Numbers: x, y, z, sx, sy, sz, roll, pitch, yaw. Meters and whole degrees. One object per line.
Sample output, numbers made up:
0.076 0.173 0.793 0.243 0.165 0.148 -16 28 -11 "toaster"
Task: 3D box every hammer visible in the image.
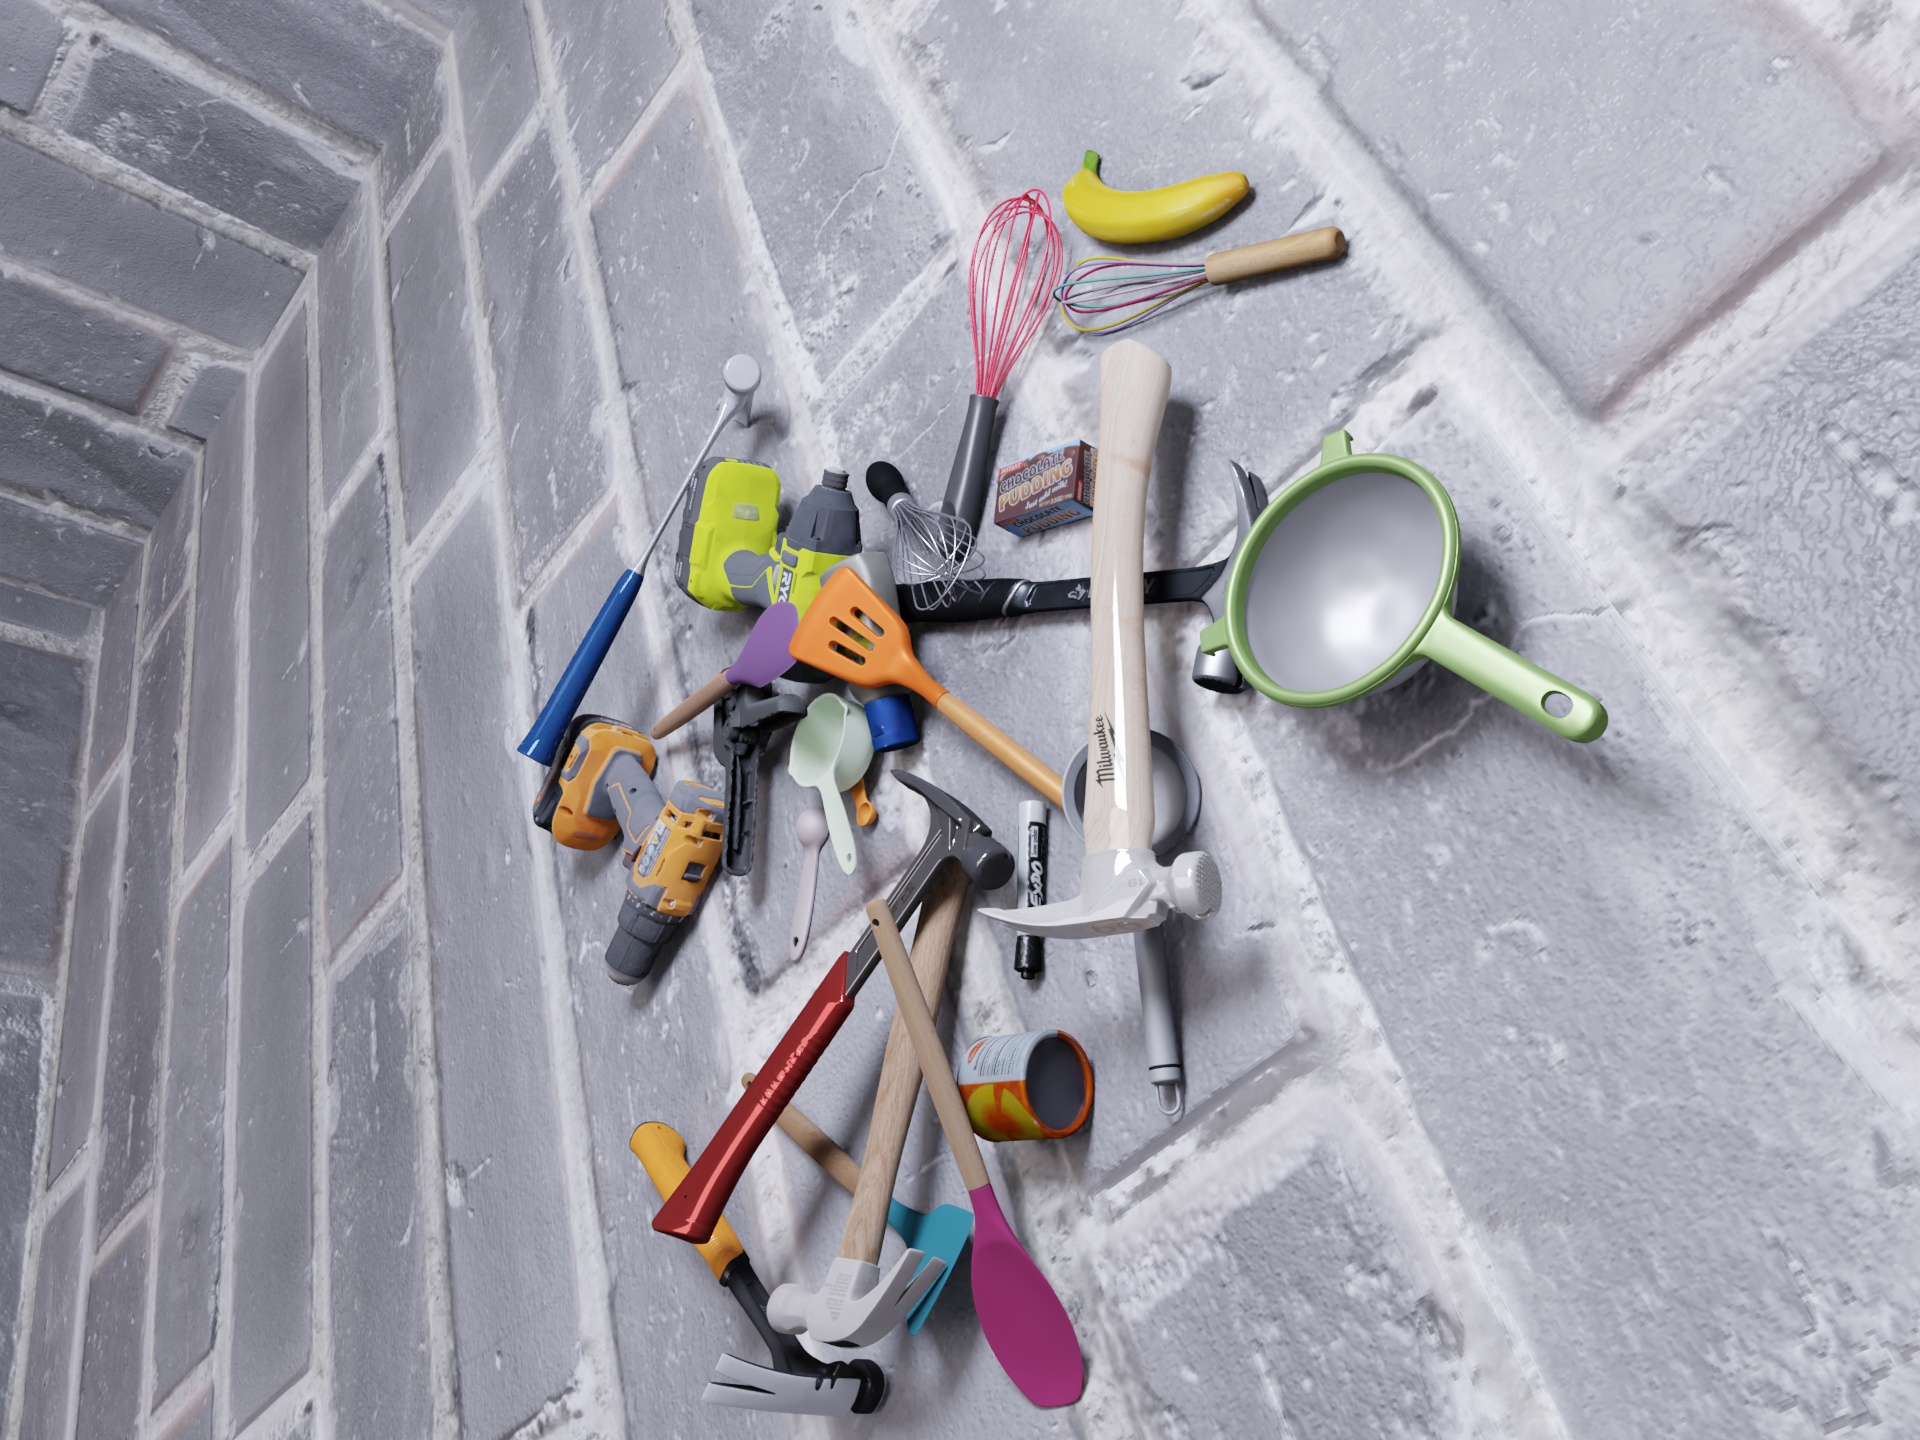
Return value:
0.055 -0.094 1.137 0.409 0.036 0.149 1 74 49 "hammer"
-0.180 0.383 1.151 0.337 0.127 0.034 30 98 56 "hammer"
-0.039 0.244 1.059 0.130 0.031 0.331 -13 54 46 "hammer"
-0.291 -0.143 1.458 0.405 0.035 0.144 -62 8 -5 "hammer"
0.091 -0.064 1.005 0.146 0.038 0.411 -13 60 31 "hammer"
-0.102 0.205 1.104 0.359 0.036 0.149 -55 35 1 "hammer"

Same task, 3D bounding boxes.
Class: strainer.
0.254 -0.047 0.861 0.151 0.069 0.257 -59 41 9 "strainer"
0.112 0.112 0.979 0.087 0.050 0.259 -5 70 1 "strainer"

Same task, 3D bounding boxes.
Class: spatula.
-0.084 0.314 1.114 0.318 0.044 0.082 23 84 52 "spatula"
-0.201 -0.032 1.336 0.316 0.018 0.060 -29 64 55 "spatula"
-0.002 -0.004 1.116 0.323 0.041 0.081 38 97 38 "spatula"

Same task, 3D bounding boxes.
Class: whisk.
0.158 -0.314 1.108 0.245 0.051 0.047 2 70 46 "whisk"
0.023 -0.269 1.234 0.073 0.073 0.296 13 91 51 "whisk"
-0.038 -0.152 1.218 0.070 0.070 0.285 -58 24 14 "whisk"

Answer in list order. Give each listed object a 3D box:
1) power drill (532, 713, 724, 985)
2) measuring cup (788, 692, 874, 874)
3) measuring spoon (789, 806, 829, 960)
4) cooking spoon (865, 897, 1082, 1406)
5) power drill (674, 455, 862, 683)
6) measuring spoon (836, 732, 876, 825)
-0.301 0.112 1.425 0.226 0.084 0.185 34 101 45 "power drill"
-0.087 0.053 1.216 0.083 0.038 0.168 -47 43 31 "measuring cup"
-0.127 0.128 1.262 0.034 0.018 0.124 -9 68 47 "measuring spoon"
0.003 0.260 0.971 0.069 0.017 0.319 -28 78 37 "cooking spoon"
-0.157 -0.144 1.341 0.223 0.080 0.171 31 113 52 "power drill"
-0.082 0.038 1.259 0.021 0.011 0.117 -48 40 29 "measuring spoon"
